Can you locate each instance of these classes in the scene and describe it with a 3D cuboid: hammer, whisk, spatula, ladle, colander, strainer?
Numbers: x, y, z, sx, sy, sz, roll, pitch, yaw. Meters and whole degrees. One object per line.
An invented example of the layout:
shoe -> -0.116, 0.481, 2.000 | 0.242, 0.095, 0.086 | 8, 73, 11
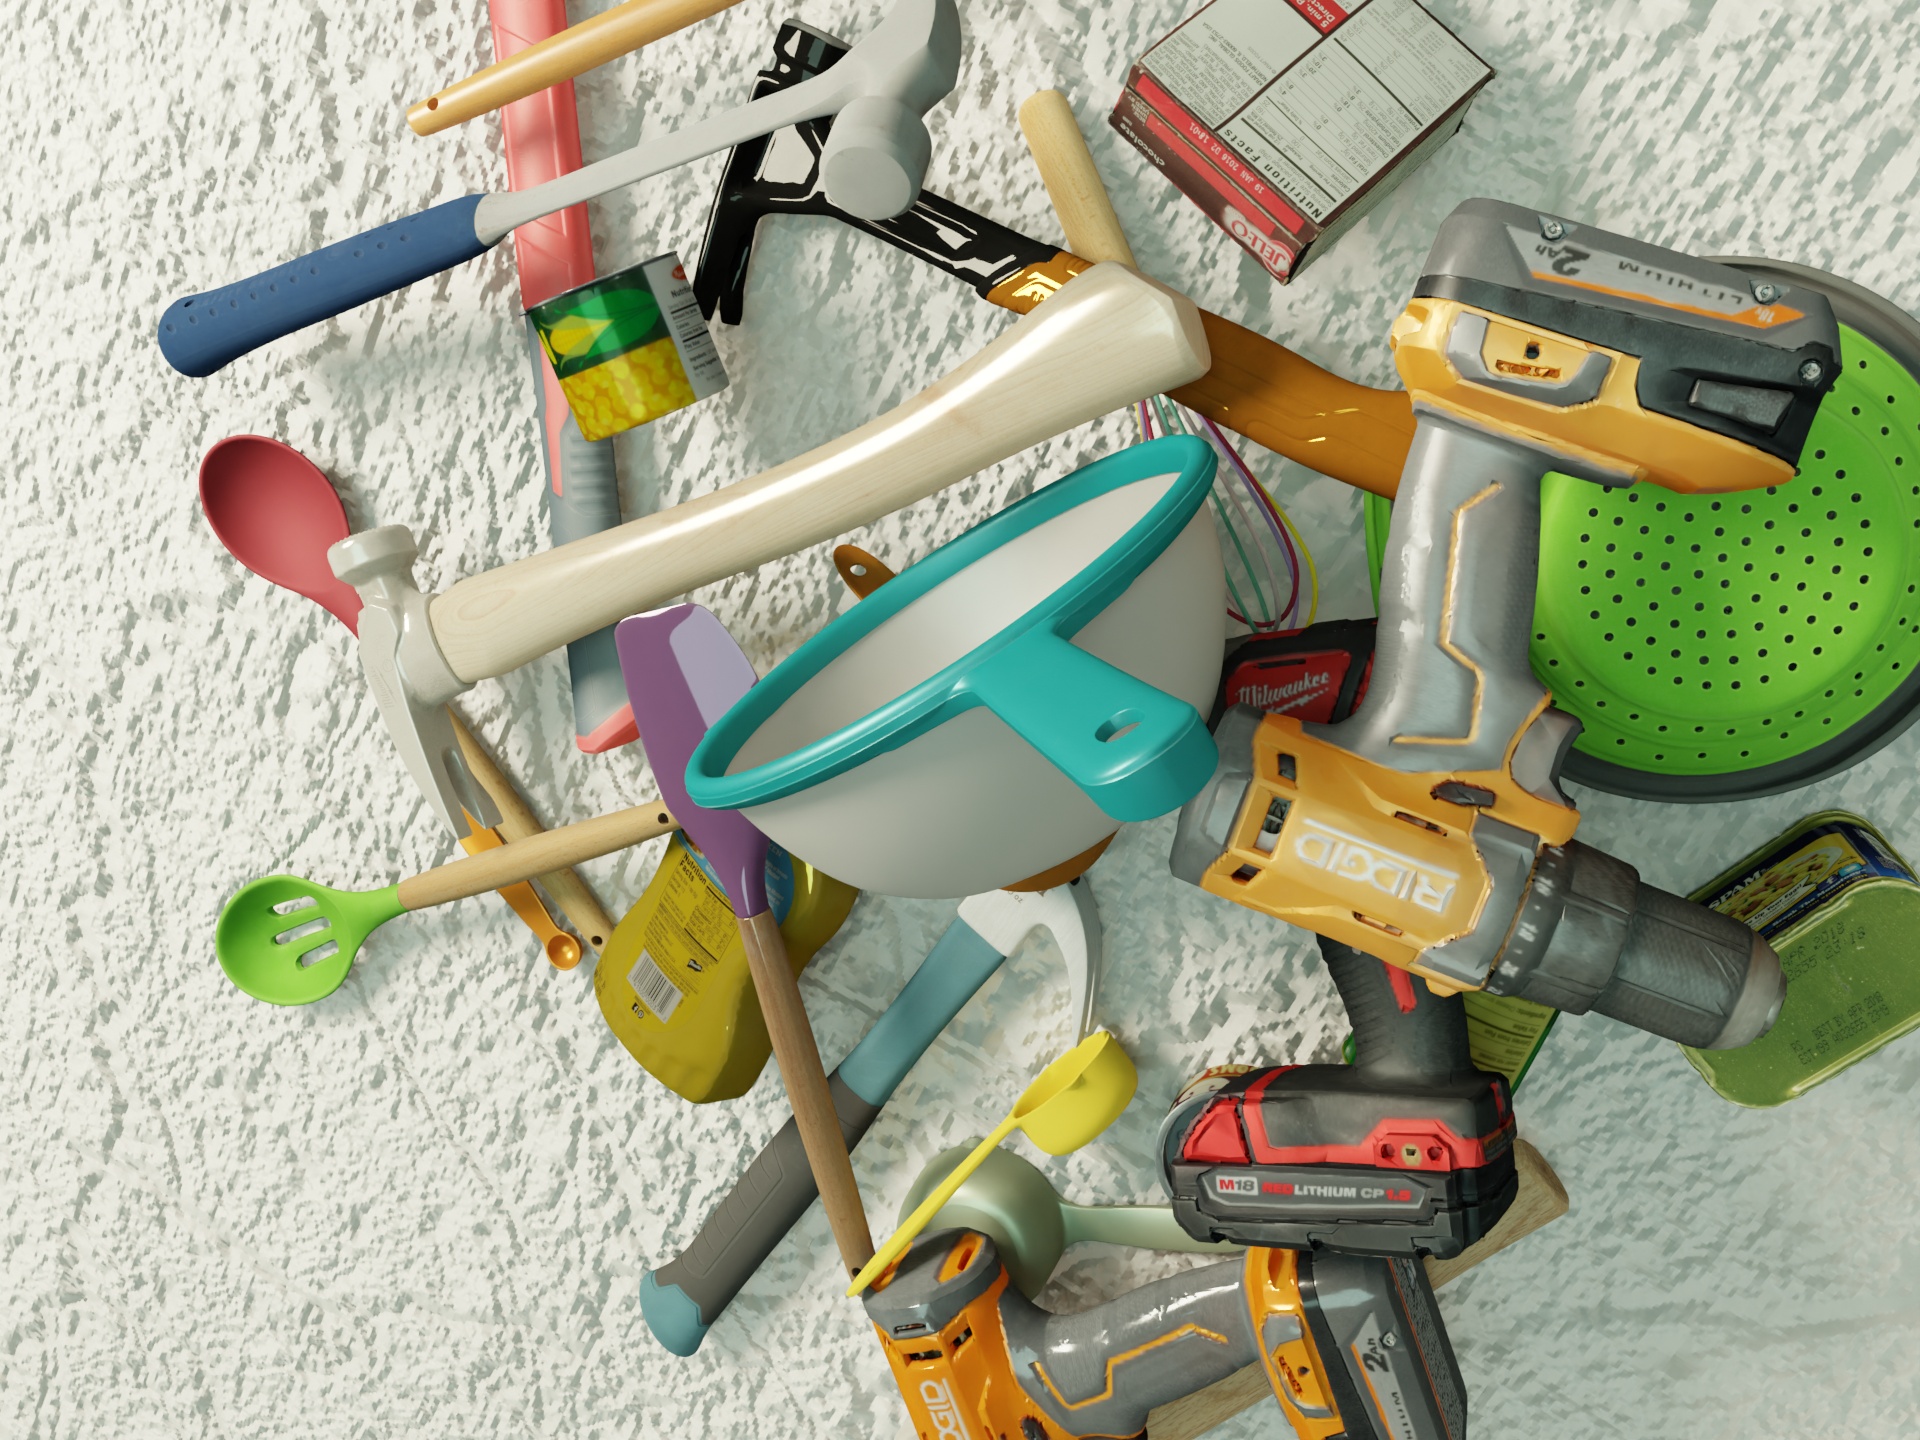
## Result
hammer -> -0.177, -0.207, 0.638 | 0.405, 0.144, 0.035 | -8, 142, 29
hammer -> 0.125, 0.290, 0.704 | 0.331, 0.031, 0.130 | -42, 86, 20
whisk -> 0.081, -0.138, 0.633 | 0.047, 0.051, 0.245 | -24, 87, 35
spatula -> -0.077, -0.293, 0.633 | 0.322, 0.041, 0.081 | -16, 81, 15
hammer -> -0.089, -0.069, 0.646 | 0.410, 0.038, 0.146 | -18, 95, 27
spatula -> -0.078, 0.104, 0.671 | 0.060, 0.018, 0.315 | -11, 103, 17
hammer -> 0.040, -0.155, 0.611 | 0.337, 0.034, 0.127 | 31, 109, 23
hammer -> -0.192, -0.177, 0.715 | 0.143, 0.038, 0.386 | -1, 100, 19
ladle -> -0.260, -0.008, 0.775 | 0.069, 0.031, 0.315 | -38, 89, 21
hammer -> -0.054, 0.178, 0.740 | 0.128, 0.033, 0.331 | 40, 110, 8
colander -> 0.338, -0.071, 0.533 | 0.397, 0.094, 0.204 | -8, 98, 19
strainer -> 0.028, 0.008, 0.490 | 0.211, 0.340, 0.095 | -35, 105, -3

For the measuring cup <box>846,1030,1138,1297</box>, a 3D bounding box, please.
measuring cup -> 0.016, 0.197, 0.681 | 0.156, 0.062, 0.029 | -43, 90, -10

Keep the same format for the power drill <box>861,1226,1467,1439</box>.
power drill -> 0.085, 0.282, 0.656 | 0.226, 0.084, 0.164 | -17, 99, 23

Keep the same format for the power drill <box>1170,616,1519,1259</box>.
power drill -> 0.127, 0.075, 0.586 | 0.143, 0.078, 0.220 | -6, 87, 30

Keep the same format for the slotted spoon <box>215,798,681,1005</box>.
slotted spoon -> -0.247, 0.081, 0.766 | 0.314, 0.031, 0.070 | -18, 99, 28

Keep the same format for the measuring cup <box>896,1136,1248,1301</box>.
measuring cup -> 0.049, 0.234, 0.713 | 0.167, 0.038, 0.083 | -5, 99, 21

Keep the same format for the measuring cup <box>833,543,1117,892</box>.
measuring cup -> -0.001, -0.002, 0.671 | 0.174, 0.095, 0.052 | 48, 151, 20

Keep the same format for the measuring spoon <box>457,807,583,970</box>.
measuring spoon -> -0.224, 0.075, 0.789 | 0.021, 0.011, 0.117 | -41, 83, 21

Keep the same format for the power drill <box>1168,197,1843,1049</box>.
power drill -> 0.186, -0.021, 0.485 | 0.185, 0.084, 0.226 | 22, 98, 13
